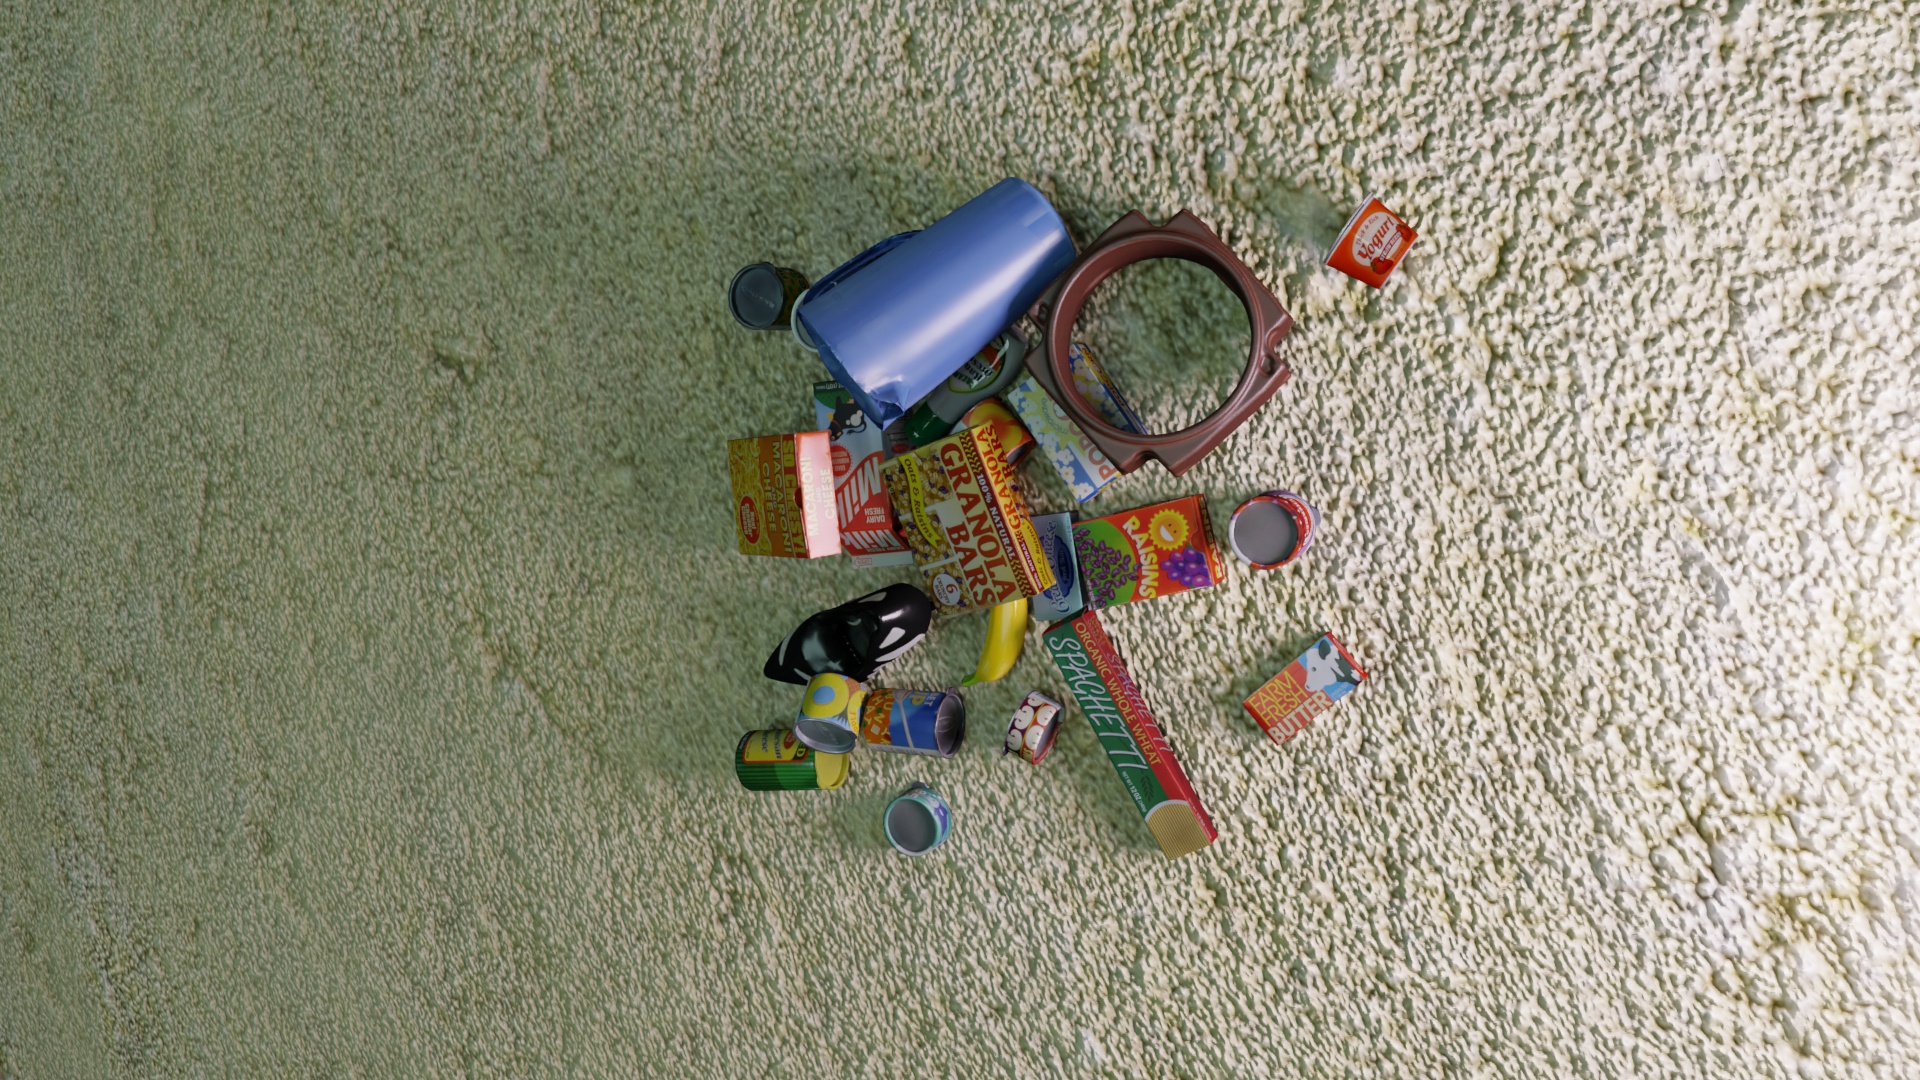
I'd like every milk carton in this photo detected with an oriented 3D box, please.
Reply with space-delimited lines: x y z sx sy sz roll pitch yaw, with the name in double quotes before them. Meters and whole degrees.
"milk carton" -0.089 -0.068 1.385 0.072 0.073 0.190 -5 94 27

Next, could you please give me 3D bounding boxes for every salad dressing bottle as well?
"salad dressing bottle" 0.004 -0.151 1.347 0.147 0.044 0.064 -47 73 23

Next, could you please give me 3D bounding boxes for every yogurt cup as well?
"yogurt cup" 0.345 -0.247 1.162 0.054 0.072 0.072 36 110 9

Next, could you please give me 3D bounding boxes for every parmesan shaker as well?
"parmesan shaker" -0.179 0.233 1.467 0.103 0.071 0.071 -6 94 26

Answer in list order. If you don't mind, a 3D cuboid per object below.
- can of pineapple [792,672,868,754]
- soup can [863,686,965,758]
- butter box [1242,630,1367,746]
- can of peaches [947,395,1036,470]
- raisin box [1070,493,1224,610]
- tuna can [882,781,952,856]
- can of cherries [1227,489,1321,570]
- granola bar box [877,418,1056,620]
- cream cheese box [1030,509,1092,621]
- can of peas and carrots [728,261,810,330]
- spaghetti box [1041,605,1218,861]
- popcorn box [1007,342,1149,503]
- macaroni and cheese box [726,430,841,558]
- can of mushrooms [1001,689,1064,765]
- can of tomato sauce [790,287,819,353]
"can of pineapple" -0.129 0.175 1.407 0.071 0.058 0.070 9 143 7
"soup can" -0.046 0.180 1.400 0.084 0.071 0.071 1 97 26
"butter box" 0.308 0.133 1.246 0.103 0.024 0.053 -45 76 23
"can of peaches" 0.032 -0.096 1.330 0.058 0.071 0.071 48 113 13
"raisin box" 0.173 0.010 1.288 0.123 0.040 0.086 -13 90 26
"tuna can" -0.045 0.287 1.430 0.071 0.033 0.071 4 98 25
"can of cherries" 0.277 -0.011 1.225 0.071 0.058 0.071 4 98 26
"granola bar box" 0.005 -0.016 1.308 0.124 0.039 0.165 -18 96 40
"cream cheese box" 0.093 0.025 1.337 0.053 0.024 0.103 -7 93 27
"can of peas and carrots" -0.193 -0.250 1.422 0.071 0.059 0.071 3 97 25
"spaghetti box" 0.158 0.182 1.308 0.050 0.029 0.250 -30 90 25
"popcorn box" 0.114 -0.110 1.302 0.085 0.038 0.127 -37 80 25
"macaroni and cheese box" -0.182 -0.045 1.407 0.166 0.040 0.123 2 99 58
"can of mushrooms" 0.071 0.183 1.342 0.033 0.071 0.070 25 107 19
"can of tomato sauce" -0.120 -0.216 1.377 0.071 0.083 0.071 3 98 25
